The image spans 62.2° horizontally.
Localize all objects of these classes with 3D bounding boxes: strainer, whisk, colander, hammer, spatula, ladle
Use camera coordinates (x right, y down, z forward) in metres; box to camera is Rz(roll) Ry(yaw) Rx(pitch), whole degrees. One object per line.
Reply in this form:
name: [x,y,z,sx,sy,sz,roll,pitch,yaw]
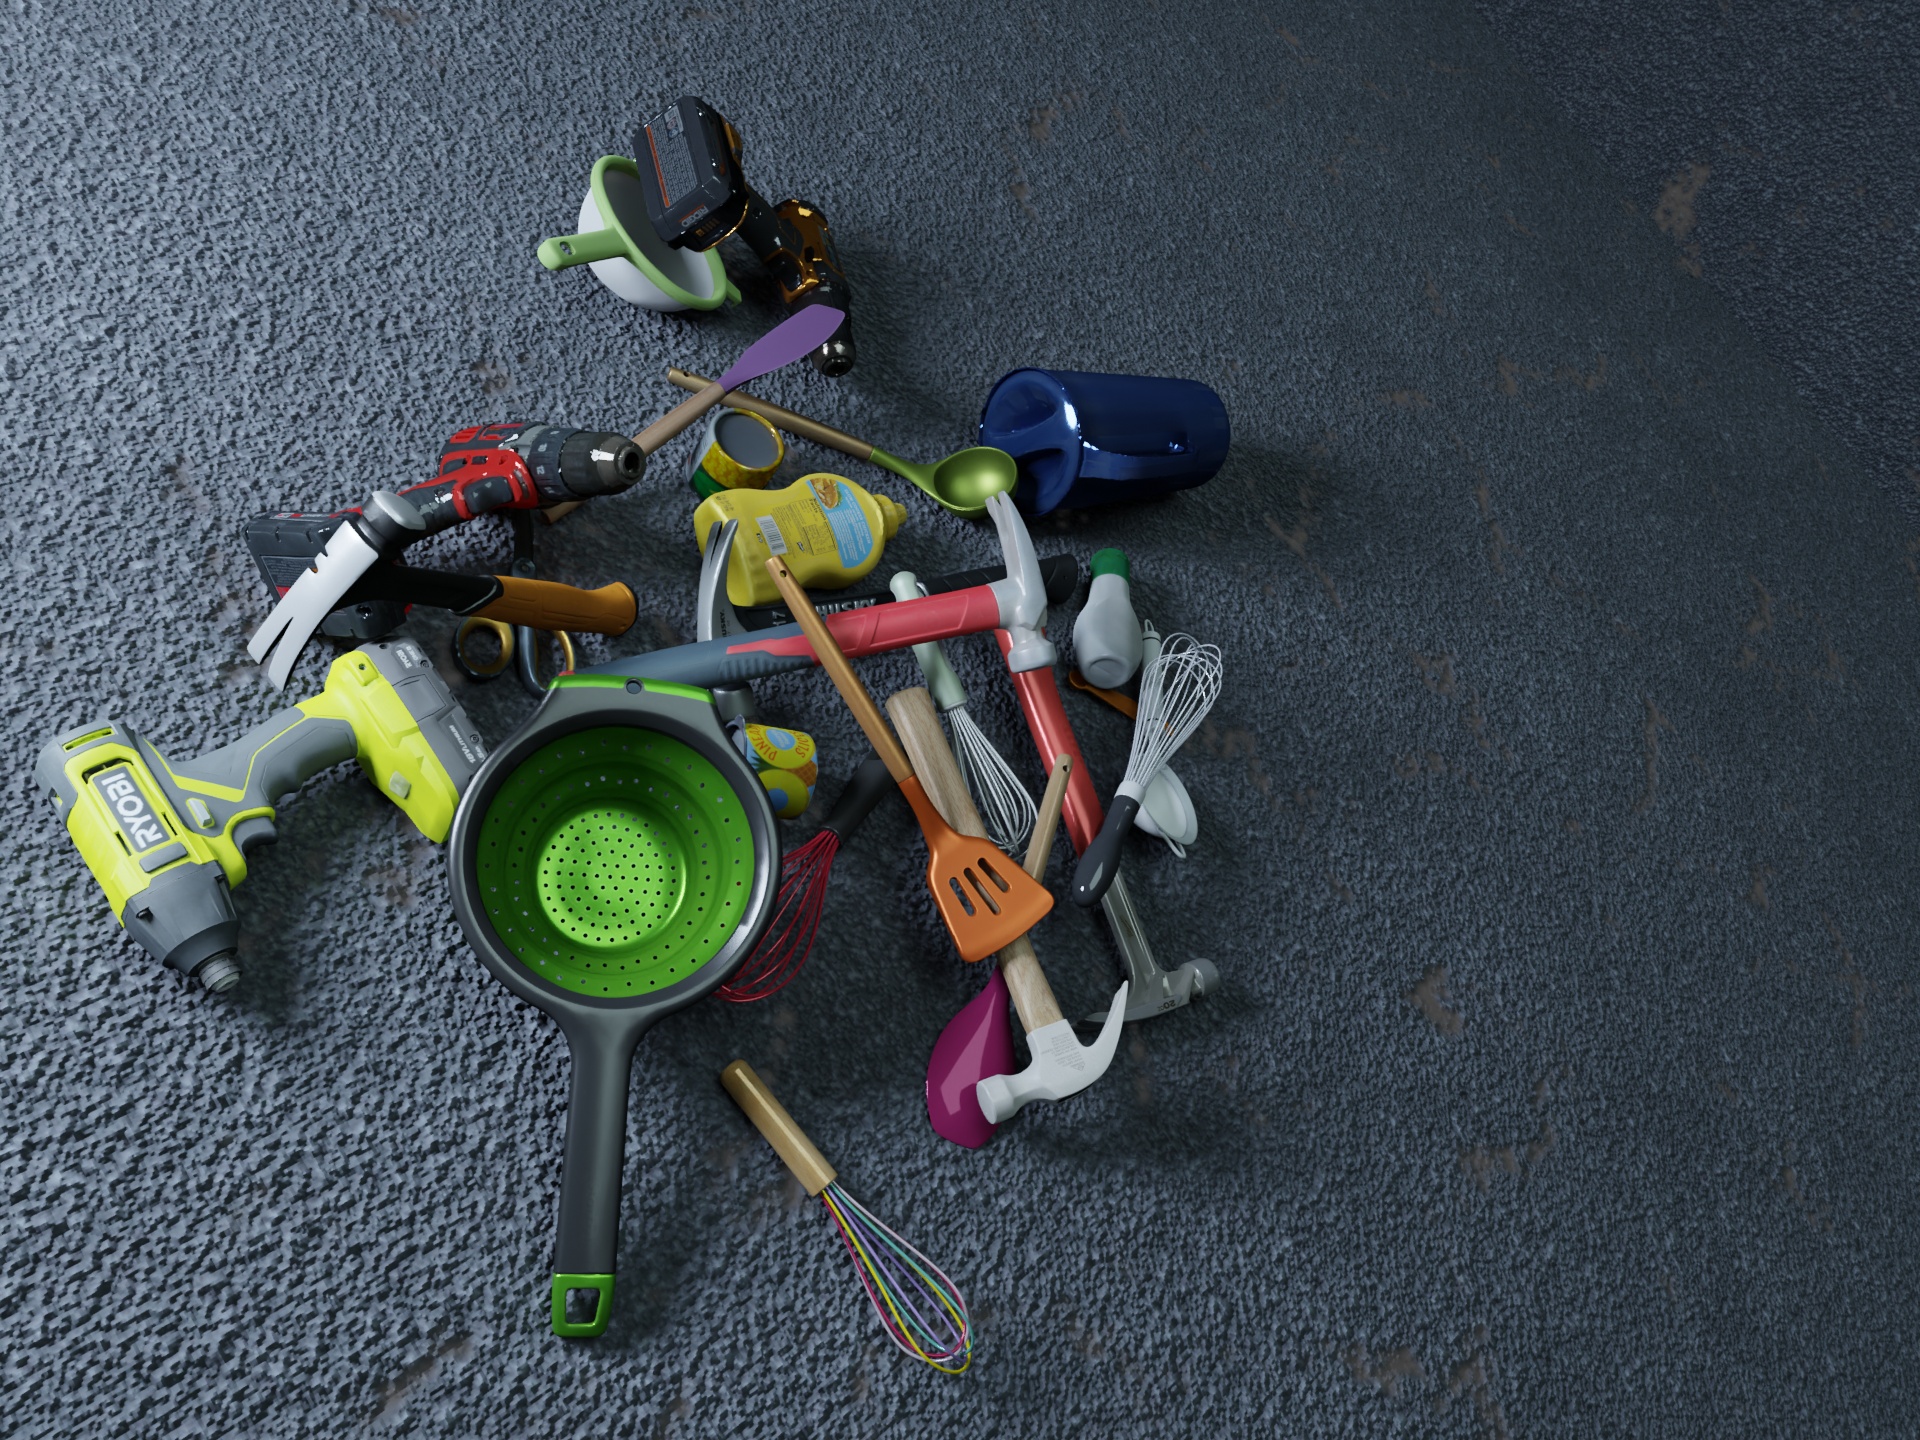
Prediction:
strainer: [0.168,0.015,1.383,0.086,0.050,0.259,33,45,-35]
strainer: [-0.288,-0.378,1.304,0.151,0.069,0.256,55,26,-8]
whisk: [-0.002,-0.004,1.256,0.059,0.058,0.246,-22,86,2]
colander: [-0.225,0.174,1.004,0.204,0.094,0.397,6,75,-15]
whisk: [-0.104,0.097,1.145,0.073,0.073,0.296,40,41,-4]
hammer: [-0.305,-0.073,1.028,0.034,0.127,0.337,46,12,11]
hammer: [-0.046,-0.104,1.305,0.409,0.036,0.149,-13,100,-43]
hammer: [0.021,0.121,1.177,0.130,0.031,0.332,-16,68,-19]
spatula: [-0.210,-0.251,1.273,0.060,0.018,0.316,27,58,37]
whisk: [0.148,0.036,1.288,0.070,0.070,0.285,35,55,-8]
hammer: [-0.109,-0.073,1.173,0.386,0.038,0.143,-13,89,-28]
ladle: [-0.098,-0.251,1.385,0.320,0.062,0.078,19,52,-19]
spatula: [-0.049,0.020,1.142,0.081,0.041,0.322,-33,95,-14]
whisk: [-0.074,0.319,1.027,0.047,0.051,0.245,-34,79,-37]
hammer: [0.089,0.070,1.287,0.149,0.036,0.359,-8,70,-37]

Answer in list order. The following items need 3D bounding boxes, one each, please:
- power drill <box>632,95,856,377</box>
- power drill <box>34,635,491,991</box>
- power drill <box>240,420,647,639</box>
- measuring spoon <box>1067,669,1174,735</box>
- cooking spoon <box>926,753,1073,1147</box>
power drill: [-0.173,-0.410,1.382,0.226,0.084,0.185,27,40,-56]
power drill: [-0.409,0.051,0.967,0.223,0.080,0.171,-29,78,-38]
power drill: [-0.339,-0.141,1.075,0.227,0.188,0.080,-42,126,-42]
measuring spoon: [0.142,-0.013,1.414,0.116,0.011,0.021,28,45,-20]
cooking spoon: [0.040,0.162,1.189,0.068,0.017,0.319,27,60,-15]
